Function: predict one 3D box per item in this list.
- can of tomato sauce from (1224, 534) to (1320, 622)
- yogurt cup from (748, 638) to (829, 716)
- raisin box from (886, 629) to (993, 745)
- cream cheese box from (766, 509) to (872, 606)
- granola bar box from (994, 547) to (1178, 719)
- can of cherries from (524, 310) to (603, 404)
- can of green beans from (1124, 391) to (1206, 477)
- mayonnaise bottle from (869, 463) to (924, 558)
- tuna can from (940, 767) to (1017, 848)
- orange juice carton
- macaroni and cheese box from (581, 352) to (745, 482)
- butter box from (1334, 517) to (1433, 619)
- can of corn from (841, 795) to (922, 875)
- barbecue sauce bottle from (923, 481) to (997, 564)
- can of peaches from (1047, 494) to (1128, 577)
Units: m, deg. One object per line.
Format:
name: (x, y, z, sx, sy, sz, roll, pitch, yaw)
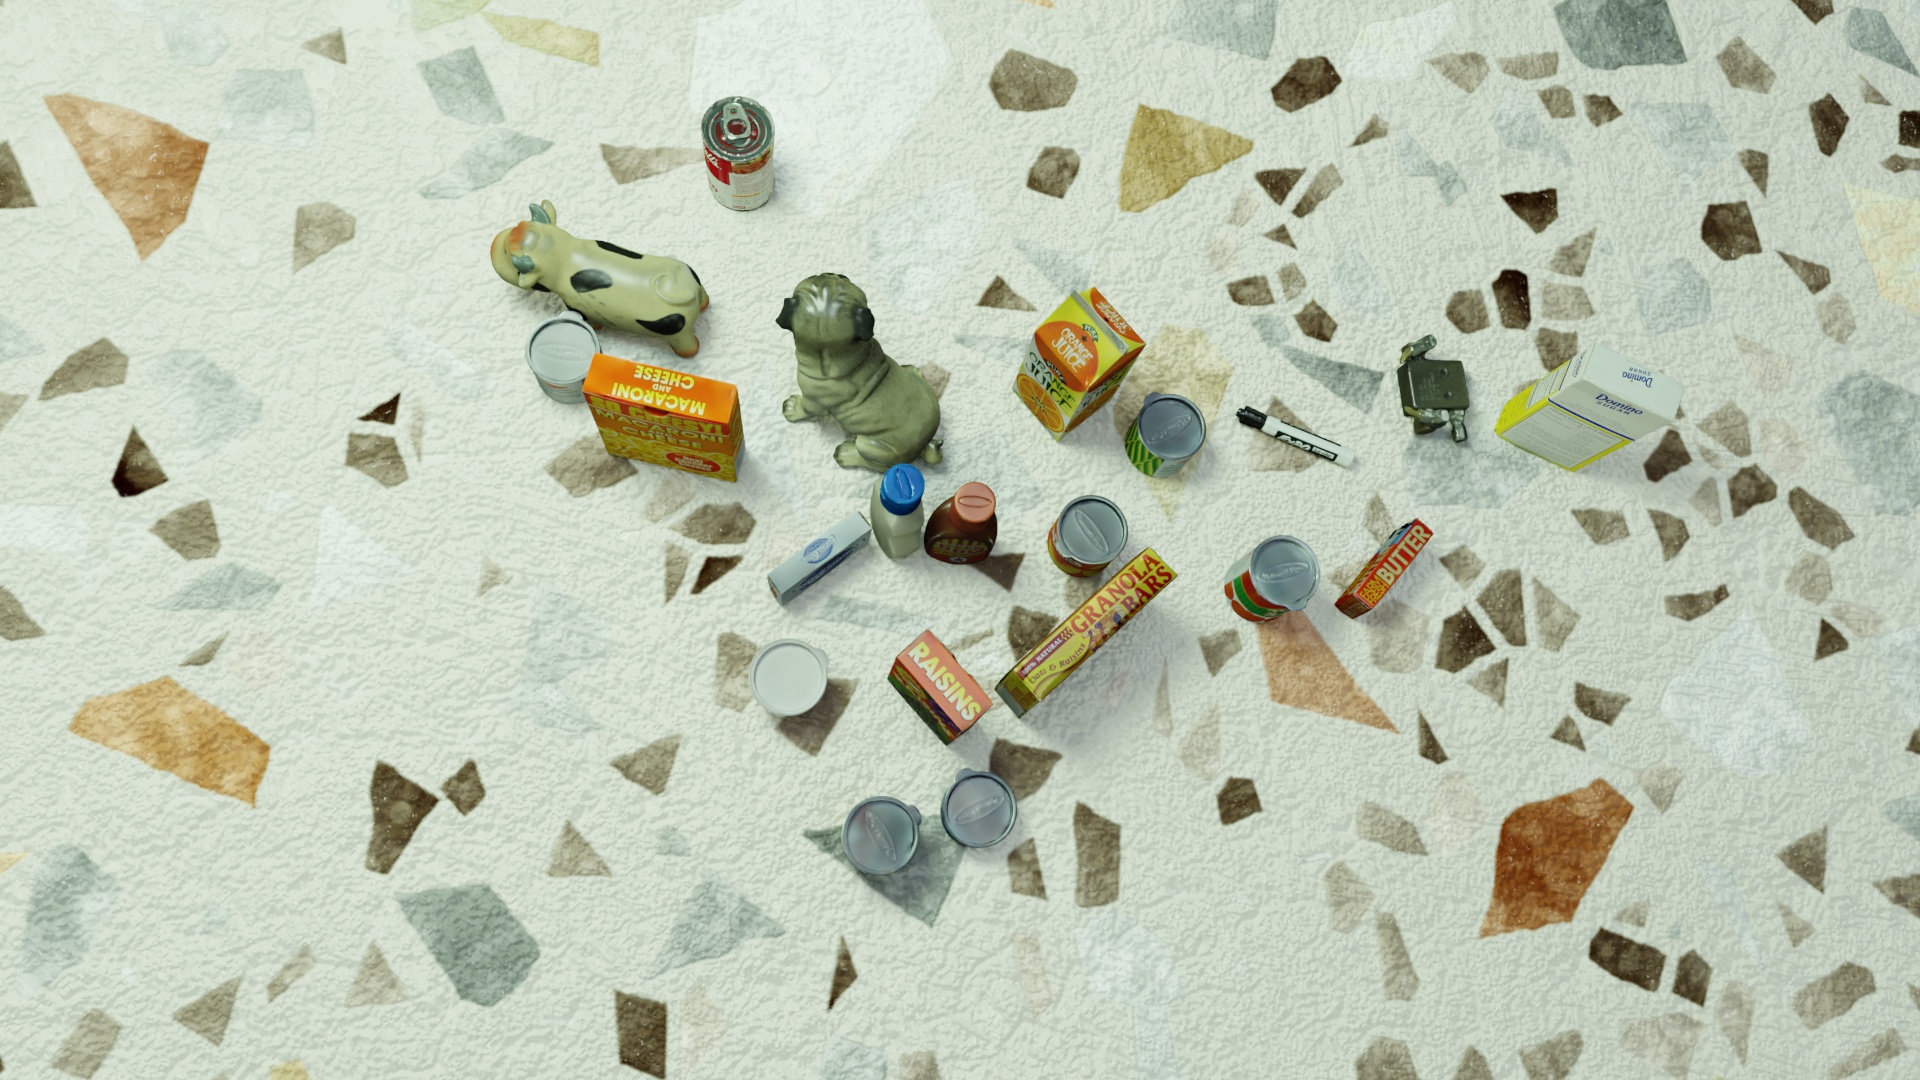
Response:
can of tomato sauce: (0.288, 0.039, 1.286, 0.071, 0.083, 0.071, 2, 76, -6)
yogurt cup: (-0.152, 0.124, 1.227, 0.072, 0.053, 0.072, 2, 75, -6)
raisin box: (-0.019, 0.130, 1.205, 0.040, 0.123, 0.086, -40, 83, -14)
cream cheese box: (-0.128, 0.016, 1.259, 0.104, 0.053, 0.024, -37, 83, -14)
granola bar box: (0.108, 0.083, 1.232, 0.166, 0.124, 0.039, -41, 84, -14)
can of cherries: (-0.360, -0.167, 1.277, 0.071, 0.058, 0.071, 2, 75, -6)
can of green beans: (0.194, -0.099, 1.324, 0.071, 0.057, 0.071, 2, 75, -6)
mayonnaise bottle: (-0.055, -0.029, 1.230, 0.041, 0.147, 0.065, -19, 79, -11)
tuna can: (0.014, 0.236, 1.228, 0.071, 0.032, 0.071, 2, 75, -6)
orange juice carton: (0.108, -0.165, 1.261, 0.073, 0.192, 0.072, -38, 83, -14)
macaroni and cheese box: (-0.255, -0.104, 1.217, 0.124, 0.166, 0.040, 13, 75, -3)
butter box: (0.401, 0.027, 1.317, 0.024, 0.053, 0.104, 42, 75, 5)
can of corn: (-0.068, 0.254, 1.200, 0.071, 0.058, 0.071, 2, 75, -6)
barbecue sauce bottle: (0.004, -0.015, 1.233, 0.065, 0.148, 0.044, 5, 75, -5)
can of peaches: (0.115, -0.002, 1.289, 0.071, 0.058, 0.071, 2, 75, -6)
